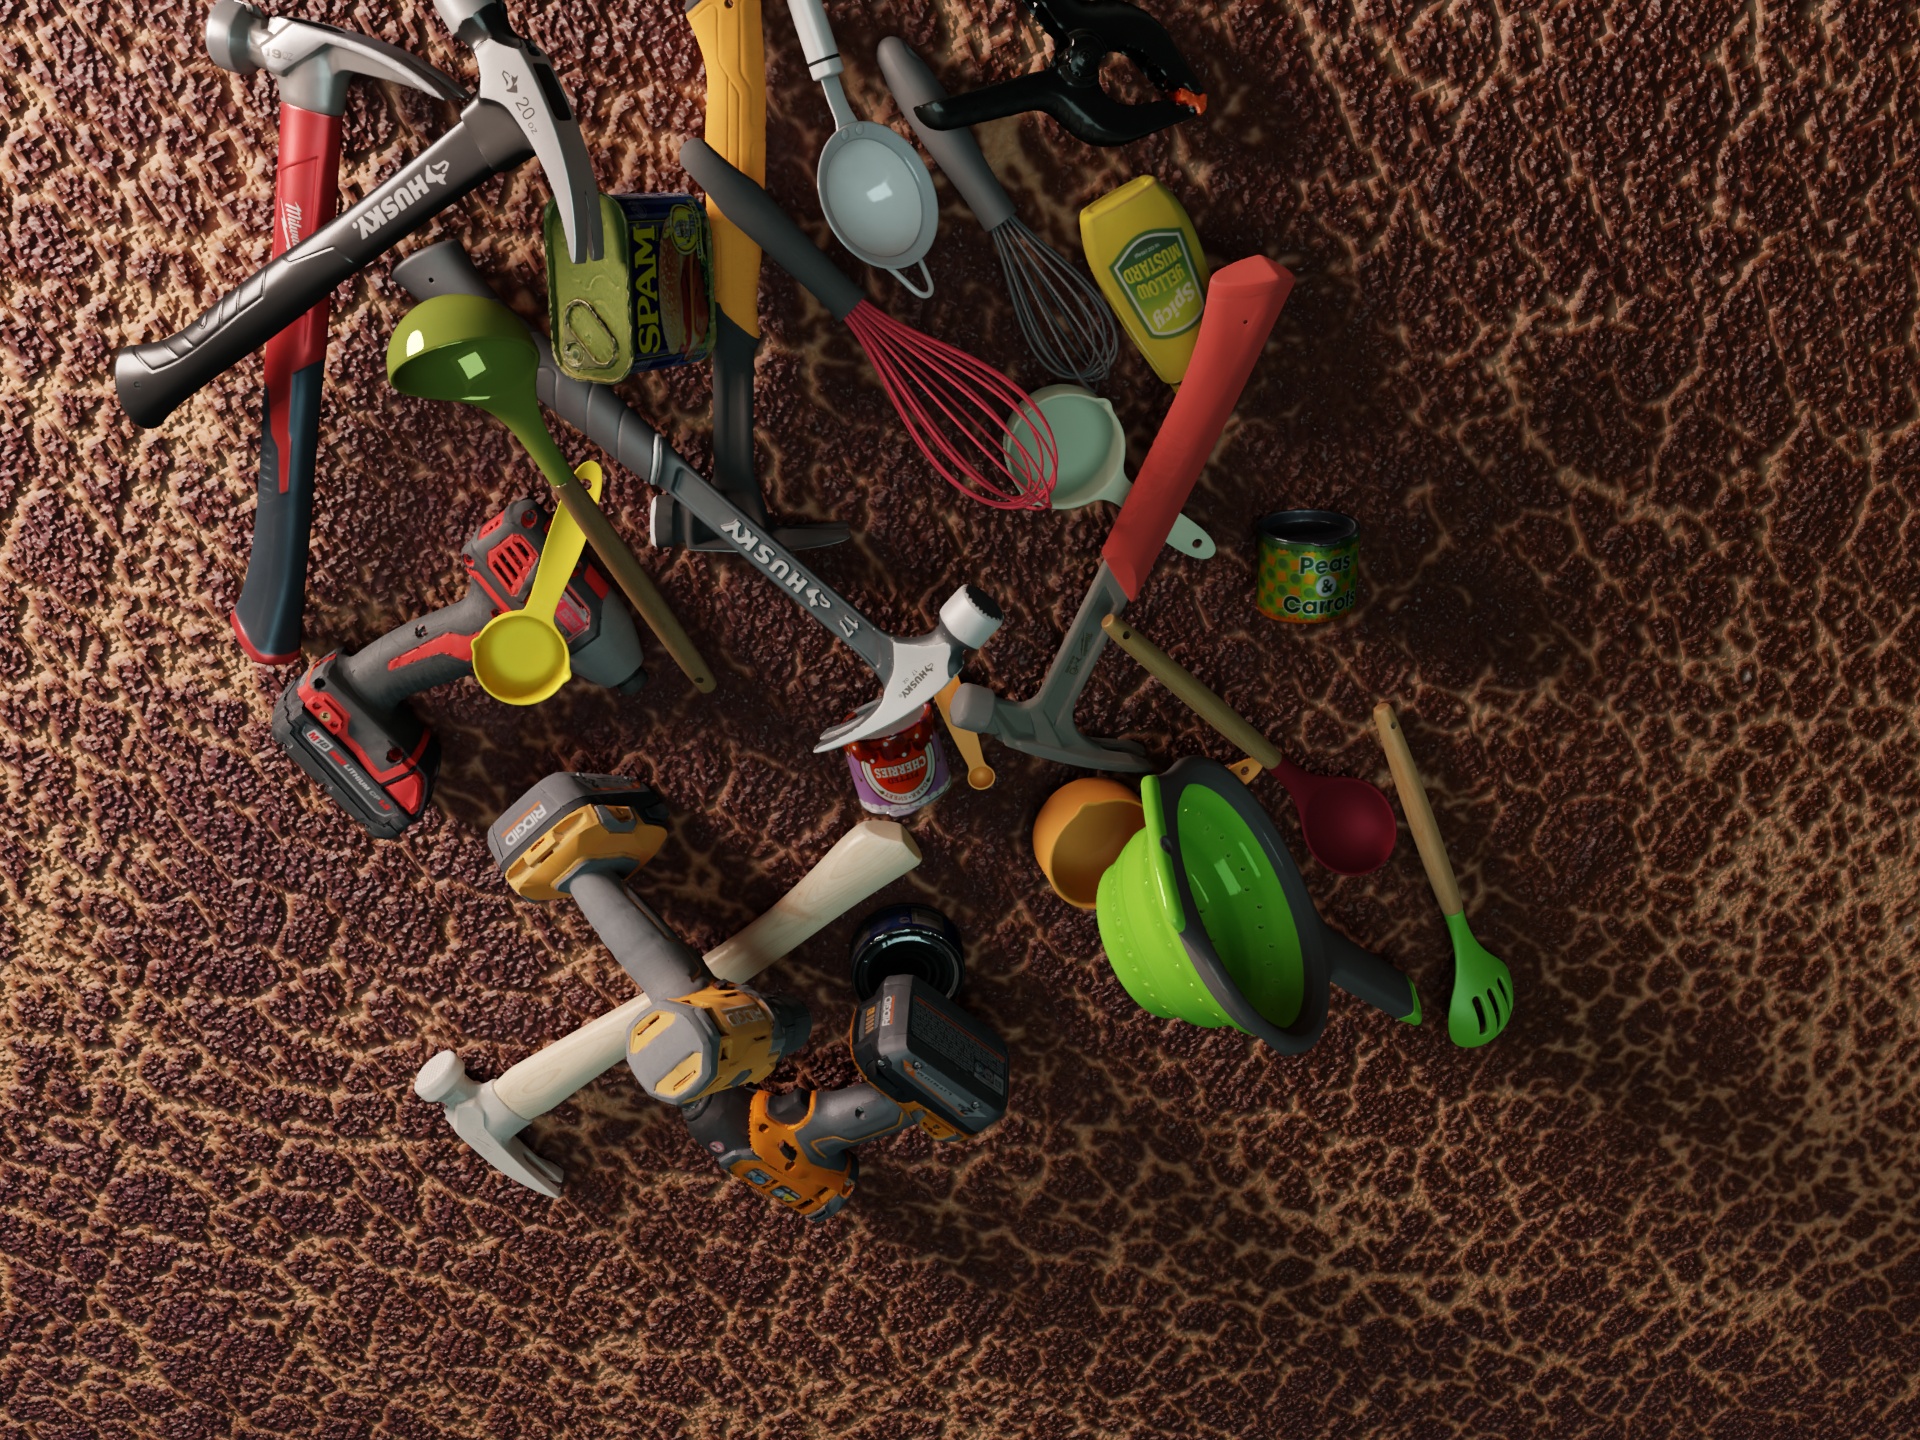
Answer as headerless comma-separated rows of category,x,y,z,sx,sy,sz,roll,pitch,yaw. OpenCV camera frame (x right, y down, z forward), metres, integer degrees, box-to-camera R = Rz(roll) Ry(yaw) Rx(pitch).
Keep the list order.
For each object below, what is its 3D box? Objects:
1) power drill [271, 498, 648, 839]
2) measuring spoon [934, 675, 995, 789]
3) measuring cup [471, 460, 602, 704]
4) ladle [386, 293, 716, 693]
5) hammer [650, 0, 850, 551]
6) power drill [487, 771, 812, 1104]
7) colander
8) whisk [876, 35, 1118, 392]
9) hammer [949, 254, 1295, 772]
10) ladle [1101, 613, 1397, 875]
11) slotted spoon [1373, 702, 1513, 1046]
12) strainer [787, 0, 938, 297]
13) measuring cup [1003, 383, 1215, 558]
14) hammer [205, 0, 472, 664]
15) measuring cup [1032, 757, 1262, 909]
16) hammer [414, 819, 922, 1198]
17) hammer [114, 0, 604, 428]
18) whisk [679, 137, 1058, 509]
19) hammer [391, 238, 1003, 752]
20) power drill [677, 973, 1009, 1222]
power drill,-0.316,-0.028,1.029,0.219,0.079,0.143,-35,113,8
measuring spoon,-0.002,-0.004,1.107,0.021,0.011,0.116,-20,112,4
measuring cup,-0.251,-0.085,0.970,0.062,0.029,0.156,20,97,-18
ladle,-0.218,-0.113,0.919,0.078,0.062,0.319,-16,136,12
hammer,-0.128,-0.263,0.955,0.127,0.034,0.336,0,115,-5
power drill,-0.194,0.145,1.061,0.084,0.185,0.226,-41,74,12
colander,0.206,0.164,1.117,0.094,0.205,0.396,-27,143,29
whisk,0.022,-0.298,0.947,0.055,0.055,0.238,-33,109,10
hammer,0.124,-0.120,1.011,0.149,0.037,0.359,14,123,-19
ladle,0.200,0.016,1.092,0.315,0.031,0.069,37,86,-32
slotted spoon,0.359,0.122,1.187,0.070,0.031,0.313,-34,114,-21
strainer,-0.074,-0.365,0.909,0.087,0.050,0.258,-34,114,-36
measuring cup,0.099,-0.156,1.030,0.167,0.038,0.083,31,111,-25
hammer,-0.380,-0.204,0.942,0.143,0.038,0.386,18,116,5
measuring cup,0.131,0.063,1.131,0.173,0.052,0.095,-30,120,-7
hammer,-0.198,0.207,1.172,0.410,0.038,0.146,-34,115,10
hammer,-0.343,-0.249,0.871,0.335,0.035,0.146,-26,101,22
whisk,-0.049,-0.227,0.928,0.295,0.073,0.073,42,105,-15
hammer,-0.172,-0.142,0.970,0.408,0.036,0.149,40,113,-9
power drill,-0.094,0.277,1.168,0.226,0.084,0.164,-35,120,28
